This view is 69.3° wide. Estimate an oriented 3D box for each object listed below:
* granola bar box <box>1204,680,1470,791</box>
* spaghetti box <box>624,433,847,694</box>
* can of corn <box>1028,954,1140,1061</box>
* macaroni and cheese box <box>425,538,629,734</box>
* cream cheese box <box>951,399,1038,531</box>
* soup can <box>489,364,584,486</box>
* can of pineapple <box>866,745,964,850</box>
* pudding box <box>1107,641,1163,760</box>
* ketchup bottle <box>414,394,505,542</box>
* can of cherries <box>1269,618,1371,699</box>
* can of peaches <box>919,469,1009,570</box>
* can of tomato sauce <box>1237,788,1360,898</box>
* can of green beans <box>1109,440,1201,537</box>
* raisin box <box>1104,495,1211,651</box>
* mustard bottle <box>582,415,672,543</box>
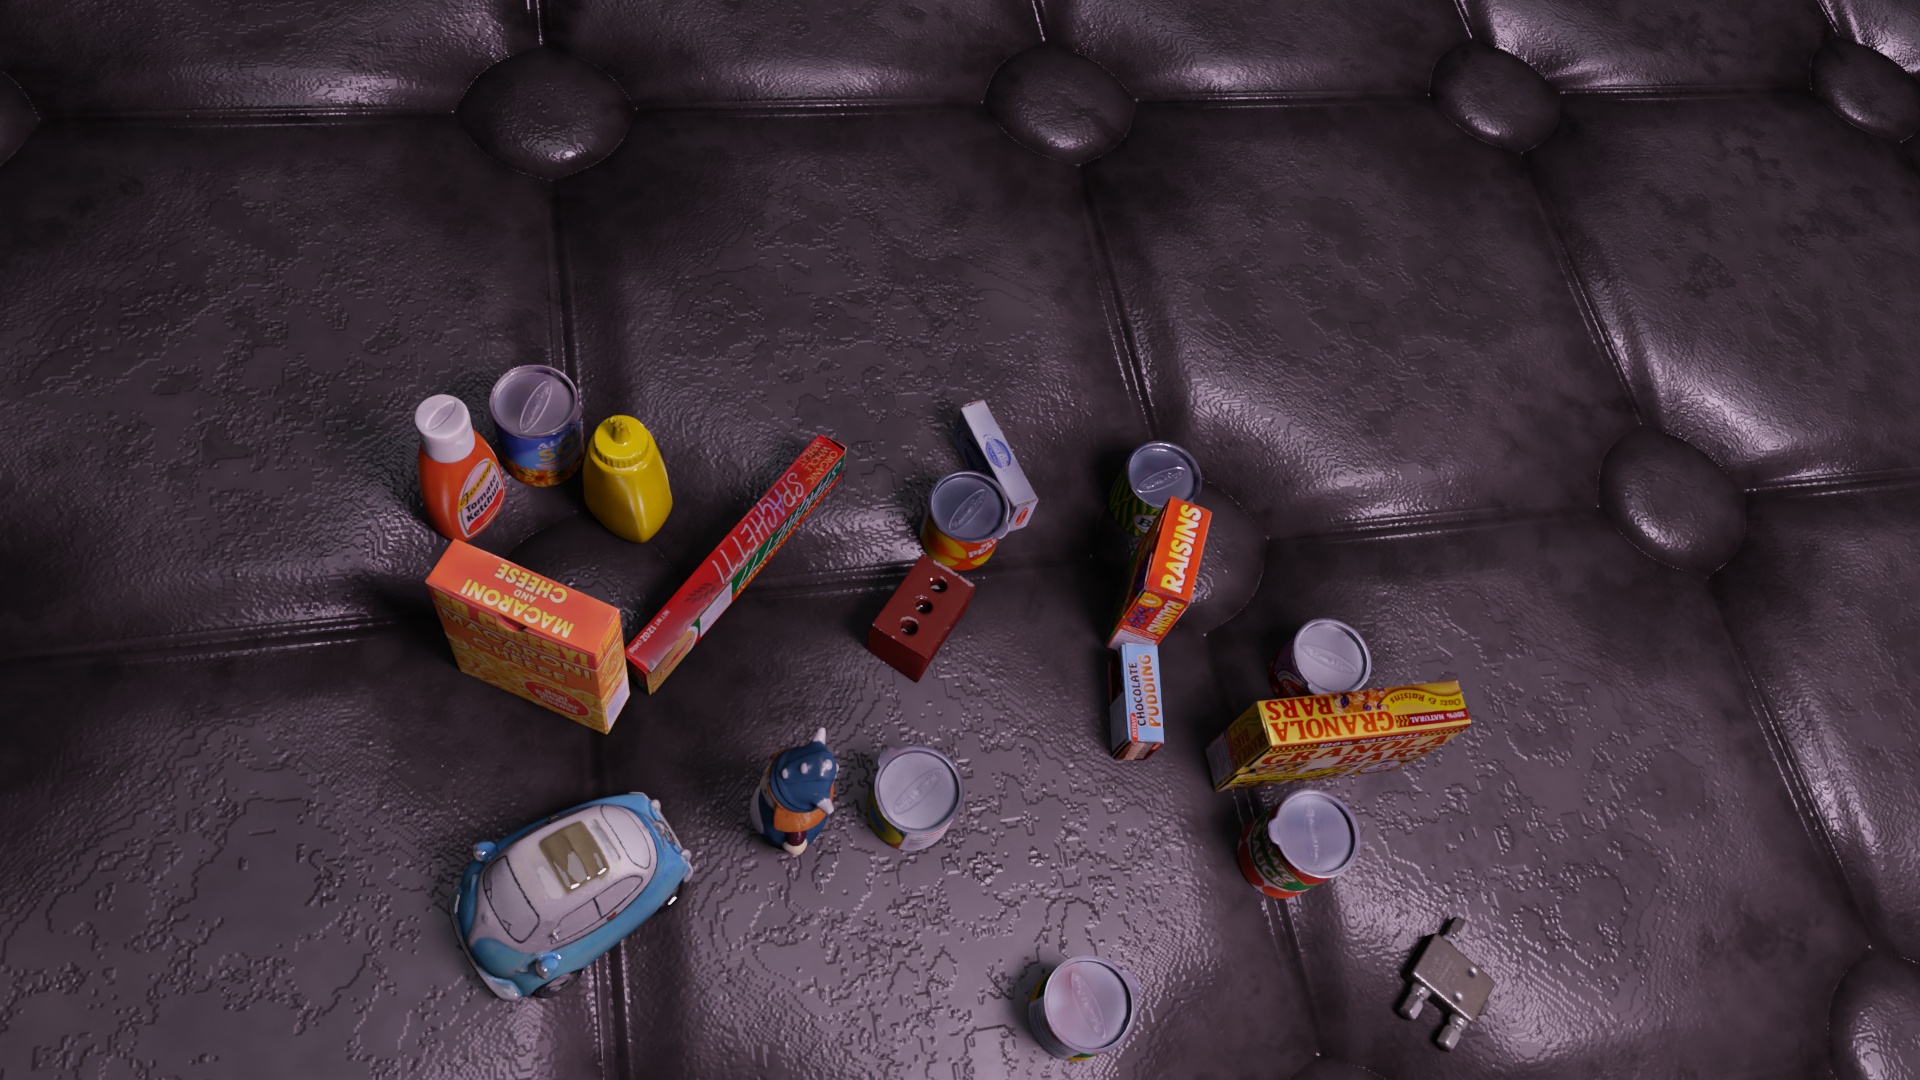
[{"bbox_3d":[0.289,0.153,1.078,0.166,0.123,0.039,-4,65,-13],"label":"granola bar box"},{"bbox_3d":[-0.175,0.014,1.098,0.029,0.050,0.251,35,63,7],"label":"spaghetti box"},{"bbox_3d":[0.088,0.332,0.988,0.071,0.058,0.071,4,64,-9],"label":"can of corn"},{"bbox_3d":[-0.300,0.073,0.980,0.124,0.165,0.040,23,62,1],"label":"macaroni and cheese box"},{"bbox_3d":[0.028,-0.062,1.173,0.024,0.053,0.104,-20,70,-19],"label":"cream cheese box"},{"bbox_3d":[-0.331,-0.088,1.100,0.071,0.083,0.071,4,64,-9],"label":"soup can"},{"bbox_3d":[-0.035,0.191,1.034,0.071,0.057,0.071,4,64,-9],"label":"can of pineapple"},{"bbox_3d":[0.138,0.128,1.103,0.030,0.049,0.084,4,64,-9],"label":"pudding box"},{"bbox_3d":[-0.377,-0.056,1.038,0.043,0.148,0.065,29,63,4],"label":"ketchup bottle"},{"bbox_3d":[0.292,0.107,1.139,0.071,0.058,0.072,4,64,-9],"label":"can of cherries"},{"bbox_3d":[0.004,-0.014,1.143,0.071,0.057,0.071,4,64,-9],"label":"can of peaches"},{"bbox_3d":[0.253,0.232,1.055,0.071,0.082,0.071,4,64,-9],"label":"can of tomato sauce"},{"bbox_3d":[0.166,-0.043,1.188,0.071,0.057,0.071,4,64,-9],"label":"can of green beans"},{"bbox_3d":[0.157,0.032,1.113,0.040,0.122,0.086,20,62,-1],"label":"raisin box"},{"bbox_3d":[-0.254,-0.054,1.054,0.065,0.159,0.049,31,63,5],"label":"mustard bottle"}]
